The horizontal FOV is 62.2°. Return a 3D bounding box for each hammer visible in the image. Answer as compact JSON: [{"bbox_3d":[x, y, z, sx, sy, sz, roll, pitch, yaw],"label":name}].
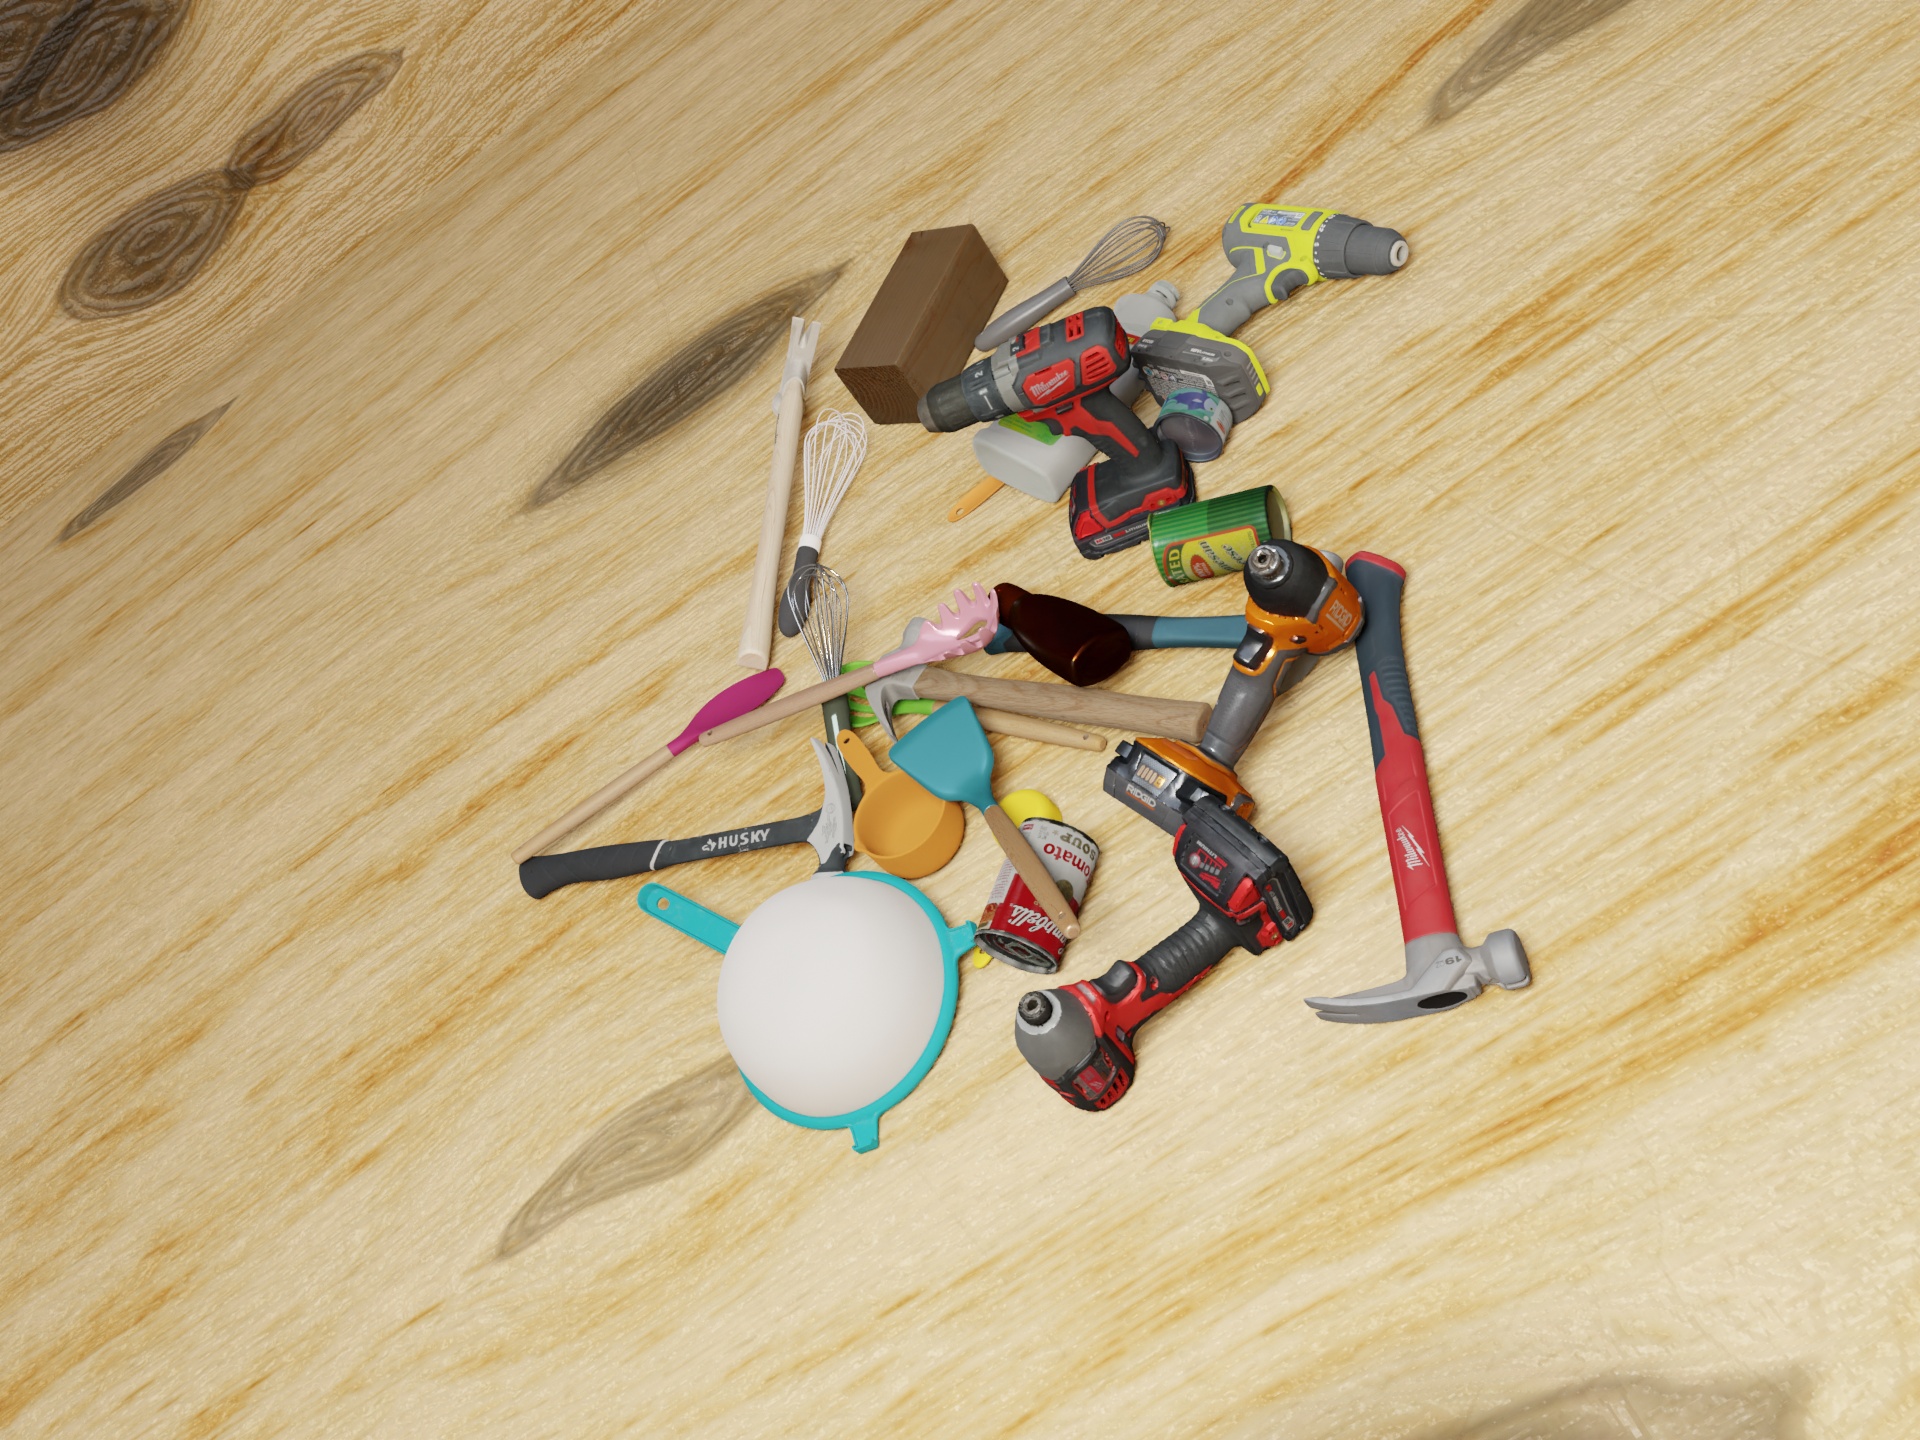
[{"bbox_3d":[-0.192,-0.236,1.673,0.038,0.146,0.411,10,57,-10],"label":"hammer"},{"bbox_3d":[-0.263,0.116,1.471,0.409,0.036,0.149,-11,68,33],"label":"hammer"},{"bbox_3d":[0.155,-0.075,1.332,0.331,0.033,0.128,2,68,40],"label":"hammer"},{"bbox_3d":[0.057,-0.017,1.340,0.331,0.031,0.130,10,54,36],"label":"hammer"},{"bbox_3d":[0.301,0.033,1.147,0.143,0.038,0.387,-19,47,25],"label":"hammer"}]

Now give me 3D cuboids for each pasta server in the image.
[{"bbox_3d":[-0.101,-0.039,1.402,0.316,0.040,0.060,-21,51,19],"label":"pasta server"}]

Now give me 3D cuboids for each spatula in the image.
[{"bbox_3d":[0.025,0.076,1.210,0.082,0.044,0.318,-37,29,0],"label":"spatula"}]

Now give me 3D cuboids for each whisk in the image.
[{"bbox_3d":[-0.117,-0.034,1.452,0.057,0.059,0.246,131,132,-60],"label":"whisk"},{"bbox_3d":[-0.152,-0.209,1.660,0.070,0.070,0.285,-8,57,31],"label":"whisk"},{"bbox_3d":[0.115,-0.455,1.672,0.239,0.055,0.055,-29,44,20],"label":"whisk"}]

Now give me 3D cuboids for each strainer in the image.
[{"bbox_3d":[-0.163,0.187,1.277,0.341,0.095,0.211,20,77,35],"label":"strainer"}]

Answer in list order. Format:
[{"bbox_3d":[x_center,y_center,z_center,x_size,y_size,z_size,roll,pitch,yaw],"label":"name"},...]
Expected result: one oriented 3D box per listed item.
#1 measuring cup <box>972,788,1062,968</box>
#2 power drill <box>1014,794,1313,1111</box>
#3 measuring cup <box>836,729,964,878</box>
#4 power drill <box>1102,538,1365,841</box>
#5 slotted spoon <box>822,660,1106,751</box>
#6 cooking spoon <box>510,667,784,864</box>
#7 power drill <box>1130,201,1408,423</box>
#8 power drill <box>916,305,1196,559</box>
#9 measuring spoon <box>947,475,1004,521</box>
[{"bbox_3d":[0.035,0.123,1.271,0.062,0.029,0.157,0,55,36],"label":"measuring cup"},{"bbox_3d":[0.130,0.164,1.088,0.219,0.143,0.079,-44,51,-5],"label":"power drill"},{"bbox_3d":[-0.058,0.067,1.366,0.095,0.052,0.174,-40,43,0],"label":"measuring cup"},{"bbox_3d":[0.198,-0.024,1.145,0.084,0.164,0.226,34,95,30],"label":"power drill"},{"bbox_3d":[-0.002,-0.004,1.405,0.314,0.031,0.070,12,65,39],"label":"slotted spoon"},{"bbox_3d":[-0.307,0.045,1.565,0.319,0.017,0.069,-35,32,-4],"label":"cooking spoon"},{"bbox_3d":[0.284,-0.385,1.470,0.191,0.080,0.228,26,71,45],"label":"power drill"},{"bbox_3d":[0.088,-0.243,1.383,0.188,0.226,0.080,-18,47,23],"label":"power drill"},{"bbox_3d":[0.035,-0.233,1.576,0.117,0.011,0.021,-37,54,10],"label":"measuring spoon"}]
